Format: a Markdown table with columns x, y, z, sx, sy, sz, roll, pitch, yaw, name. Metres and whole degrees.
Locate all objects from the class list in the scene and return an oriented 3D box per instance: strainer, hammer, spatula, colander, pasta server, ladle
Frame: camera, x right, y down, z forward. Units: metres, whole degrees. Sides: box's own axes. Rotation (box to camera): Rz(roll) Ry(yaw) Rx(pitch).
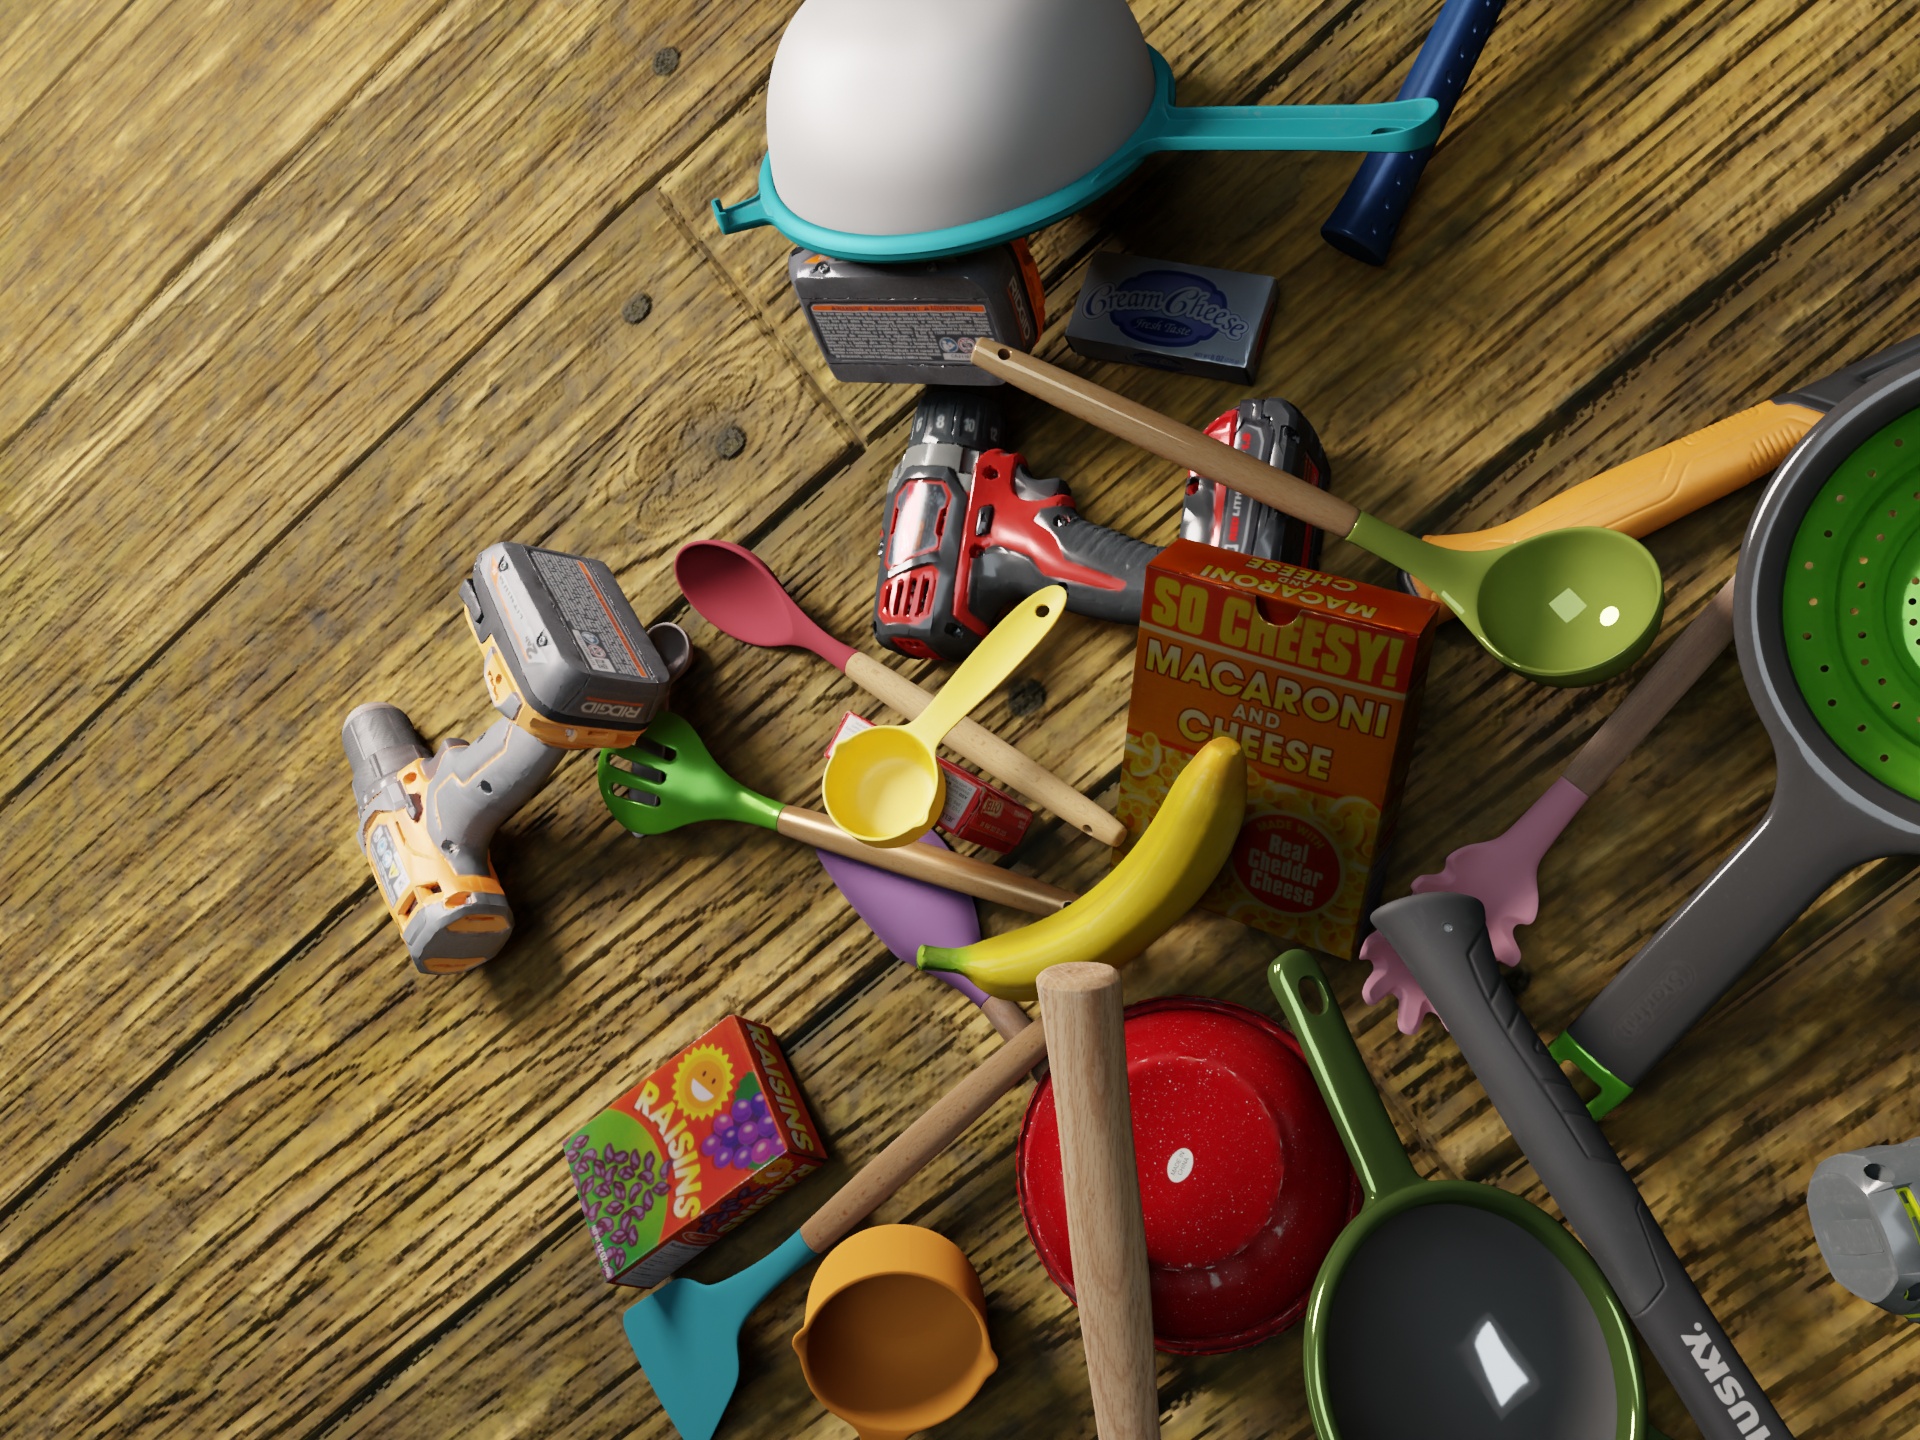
| x | y | z | sx | sy | sz | roll | pitch | yaw | name |
| --- | --- | --- | --- | --- | --- | --- | --- | --- | --- |
| 0.180 | 0.224 | 0.671 | 0.151 | 0.069 | 0.256 | -14 | 70 | -22 | strainer |
| 0.361 | -0.118 | 0.711 | 0.337 | 0.034 | 0.127 | -25 | 69 | 15 | hammer |
| 0.264 | 0.216 | 0.631 | 0.146 | 0.035 | 0.335 | -25 | 72 | -12 | hammer |
| 0.289 | -0.416 | 0.776 | 0.035 | 0.144 | 0.405 | 31 | 99 | 27 | hammer |
| 0.046 | -0.305 | 0.727 | 0.340 | 0.095 | 0.211 | 12 | 54 | 29 | strainer |
| 0.033 | 0.157 | 0.790 | 0.060 | 0.018 | 0.316 | -43 | 65 | 4 | spatula |
| 0.379 | 0.017 | 0.654 | 0.205 | 0.094 | 0.397 | 43 | 114 | 23 | colander |
| 0.065 | 0.262 | 0.676 | 0.130 | 0.031 | 0.331 | -2 | 102 | 25 | hammer |
| 0.287 | 0.009 | 0.693 | 0.060 | 0.040 | 0.316 | 40 | 101 | 8 | pasta server |
| -0.038 | -0.018 | 0.825 | 0.316 | 0.069 | 0.031 | 33 | 55 | 32 | ladle |
| -0.052 | 0.241 | 0.793 | 0.317 | 0.044 | 0.082 | -42 | 65 | 8 | spatula |
| 0.152 | -0.103 | 0.697 | 0.320 | 0.062 | 0.078 | 26 | 71 | 3 | ladle |

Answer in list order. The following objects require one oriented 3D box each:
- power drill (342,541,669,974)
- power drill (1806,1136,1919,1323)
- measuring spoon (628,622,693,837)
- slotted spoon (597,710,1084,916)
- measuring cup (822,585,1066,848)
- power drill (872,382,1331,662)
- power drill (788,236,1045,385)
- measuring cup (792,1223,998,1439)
| x | y | z | sx | sy | sz | roll | pitch | yaw | name |
| --- | --- | --- | --- | --- | --- | --- | --- | --- | --- |
| -0.273 | 0.005 | 0.897 | 0.226 | 0.084 | 0.186 | -51 | 55 | 24 | power drill |
| 0.426 | 0.251 | 0.564 | 0.171 | 0.080 | 0.223 | -10 | 71 | -5 | power drill |
| -0.173 | 0.006 | 0.914 | 0.034 | 0.018 | 0.124 | 7 | 88 | 25 | measuring spoon |
| -0.071 | 0.057 | 0.838 | 0.314 | 0.031 | 0.070 | 15 | 88 | 24 | slotted spoon |
| -0.001 | -0.002 | 0.761 | 0.062 | 0.029 | 0.156 | 40 | 82 | 24 | measuring cup |
| 0.066 | -0.119 | 0.811 | 0.227 | 0.080 | 0.188 | 4 | 79 | 26 | power drill |
| -0.007 | -0.281 | 0.843 | 0.164 | 0.084 | 0.227 | 7 | 56 | 24 | power drill |
| -0.037 | 0.323 | 0.765 | 0.095 | 0.052 | 0.173 | 8 | 107 | -4 | measuring cup |
